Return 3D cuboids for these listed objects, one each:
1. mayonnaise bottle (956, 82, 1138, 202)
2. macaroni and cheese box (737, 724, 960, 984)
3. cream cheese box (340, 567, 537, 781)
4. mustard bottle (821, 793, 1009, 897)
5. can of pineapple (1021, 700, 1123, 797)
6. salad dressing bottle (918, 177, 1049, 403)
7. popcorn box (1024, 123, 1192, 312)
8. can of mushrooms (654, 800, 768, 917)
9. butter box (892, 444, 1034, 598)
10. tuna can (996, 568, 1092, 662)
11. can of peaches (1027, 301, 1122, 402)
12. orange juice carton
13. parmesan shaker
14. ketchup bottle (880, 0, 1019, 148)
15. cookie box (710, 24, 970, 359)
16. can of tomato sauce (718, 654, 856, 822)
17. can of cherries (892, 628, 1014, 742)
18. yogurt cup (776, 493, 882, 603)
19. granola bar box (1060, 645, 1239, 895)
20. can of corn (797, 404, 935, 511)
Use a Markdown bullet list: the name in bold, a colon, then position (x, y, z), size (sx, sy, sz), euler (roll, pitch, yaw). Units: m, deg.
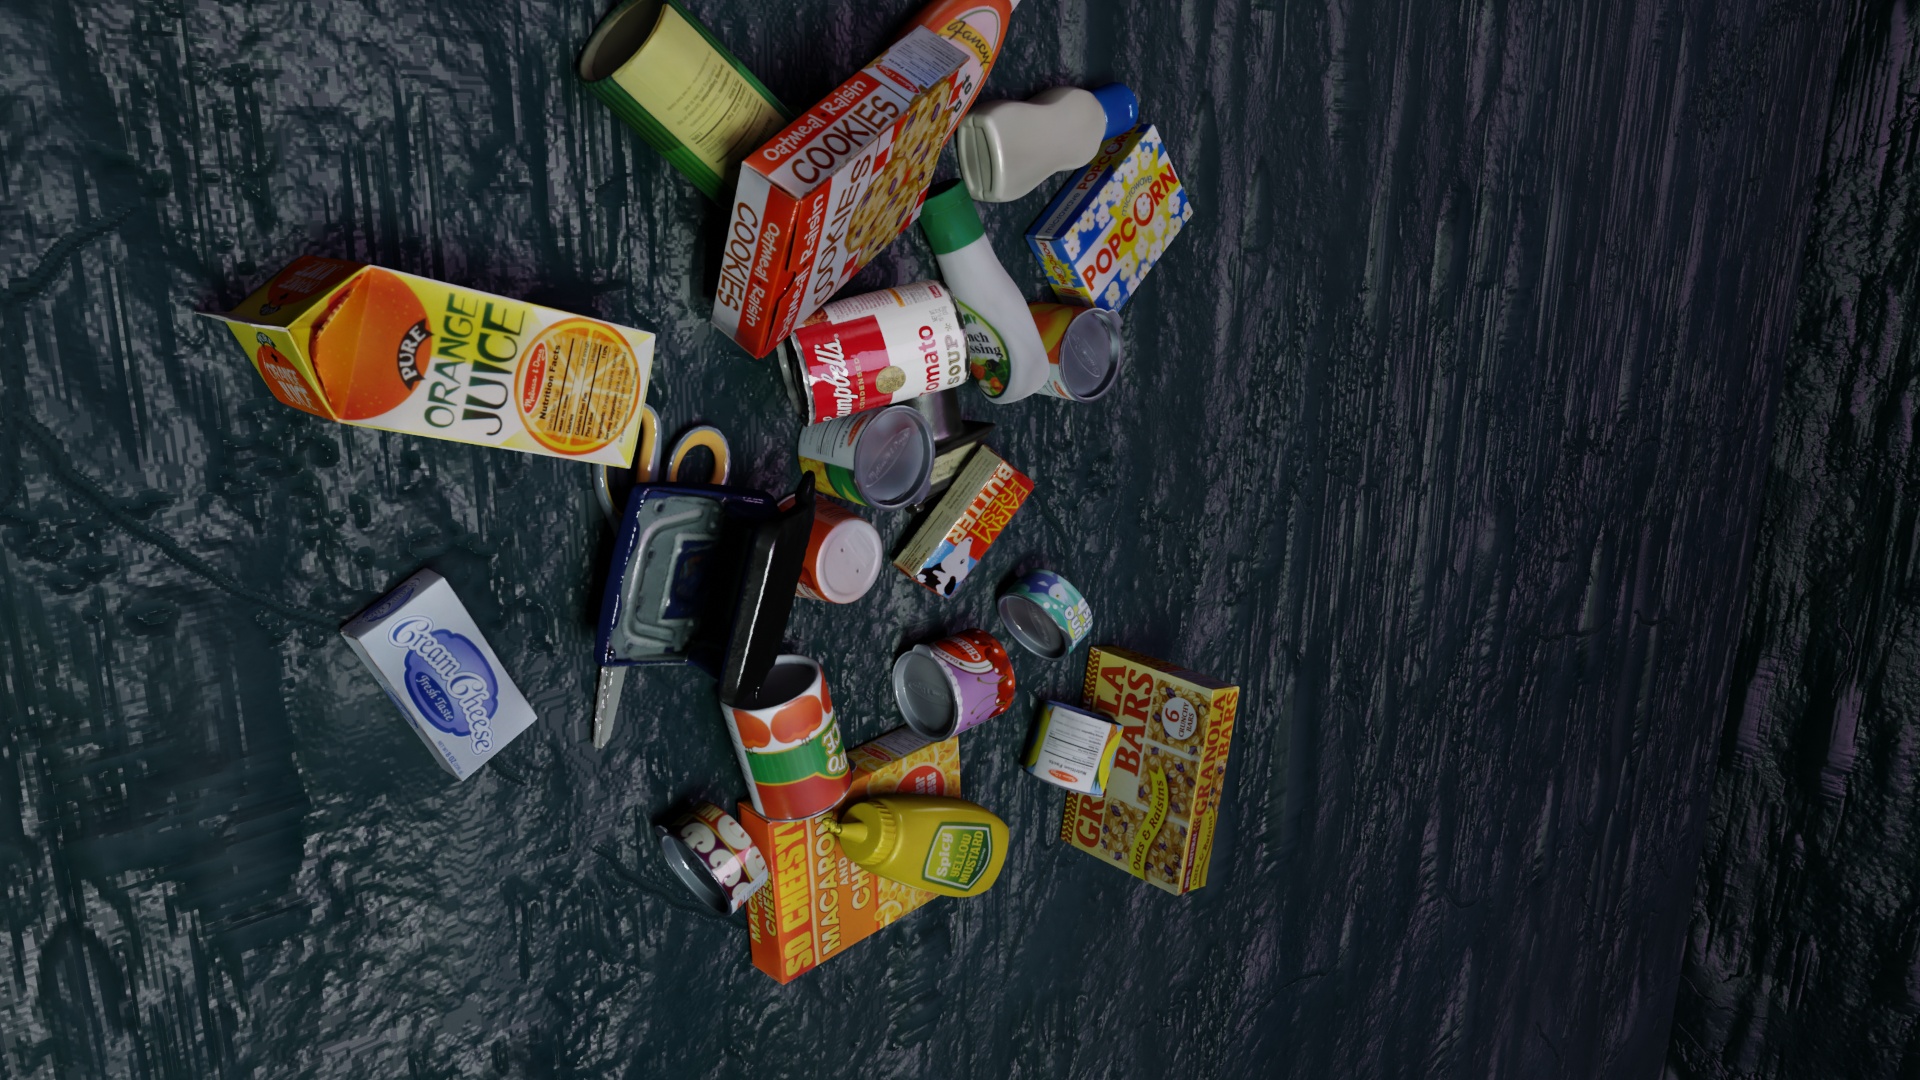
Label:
- **mayonnaise bottle**: position (0.062, -0.277, 0.944), size (0.149, 0.041, 0.064), euler (-31, 124, -37)
- **macaroni and cheese box**: position (-0.072, 0.209, 0.952), size (0.167, 0.040, 0.123), euler (-19, 114, -41)
- **cream cheese box**: position (-0.269, 0.070, 0.723), size (0.053, 0.024, 0.103), euler (-44, 129, -29)
- **mustard bottle**: position (-0.033, 0.199, 0.921), size (0.160, 0.049, 0.065), euler (21, 85, -47)
- **can of pineapple**: position (0.088, 0.161, 1.081), size (0.071, 0.071, 0.058), euler (20, 88, -46)
- **salad dressing bottle**: position (0.012, -0.164, 0.916), size (0.044, 0.064, 0.147), euler (-37, 117, -24)
- **popcorn box**: position (0.109, -0.229, 1.006), size (0.127, 0.038, 0.085), euler (-53, 132, -20)
- **can of mushrooms**: position (-0.152, 0.192, 0.848), size (0.033, 0.071, 0.070), euler (-39, 127, -30)
- **butter box**: position (0.003, -0.012, 0.949), size (0.103, 0.024, 0.053), euler (-53, 147, 1)
- **tuna can**: position (0.064, 0.055, 1.021), size (0.033, 0.071, 0.070), euler (-44, 129, -28)
- **can of peaches**: position (0.073, -0.136, 0.984), size (0.071, 0.058, 0.071), euler (-15, 111, -42)
- **orange juice carton**: position (-0.250, -0.087, 0.662), size (0.193, 0.072, 0.073), euler (8, 96, -46)
- **parmesan shaker**: position (-0.140, -0.235, 0.734), size (0.103, 0.071, 0.071), euler (38, 74, -43)
- **ketchup bottle**: position (-0.003, -0.313, 0.866), size (0.149, 0.043, 0.064), euler (-58, 135, -16)
- **cookie box**: position (-0.066, -0.193, 0.772), size (0.168, 0.040, 0.122), euler (-51, 172, -36)
- **can of tomato sauce**: position (-0.107, 0.122, 0.870), size (0.071, 0.071, 0.082), euler (-32, 122, -35)
- **can of cherries**: position (-0.004, 0.098, 0.967), size (0.058, 0.071, 0.071), euler (-18, 114, -41)
- **yogurt cup**: position (-0.086, 0.007, 0.868), size (0.072, 0.054, 0.072), euler (-16, 113, -42)
- **granola bar box**: position (0.148, 0.178, 1.103), size (0.039, 0.124, 0.165), euler (-1, 102, -45)
- **can of corn**: position (-0.058, -0.054, 0.875), size (0.071, 0.058, 0.071), euler (-15, 112, -42)
